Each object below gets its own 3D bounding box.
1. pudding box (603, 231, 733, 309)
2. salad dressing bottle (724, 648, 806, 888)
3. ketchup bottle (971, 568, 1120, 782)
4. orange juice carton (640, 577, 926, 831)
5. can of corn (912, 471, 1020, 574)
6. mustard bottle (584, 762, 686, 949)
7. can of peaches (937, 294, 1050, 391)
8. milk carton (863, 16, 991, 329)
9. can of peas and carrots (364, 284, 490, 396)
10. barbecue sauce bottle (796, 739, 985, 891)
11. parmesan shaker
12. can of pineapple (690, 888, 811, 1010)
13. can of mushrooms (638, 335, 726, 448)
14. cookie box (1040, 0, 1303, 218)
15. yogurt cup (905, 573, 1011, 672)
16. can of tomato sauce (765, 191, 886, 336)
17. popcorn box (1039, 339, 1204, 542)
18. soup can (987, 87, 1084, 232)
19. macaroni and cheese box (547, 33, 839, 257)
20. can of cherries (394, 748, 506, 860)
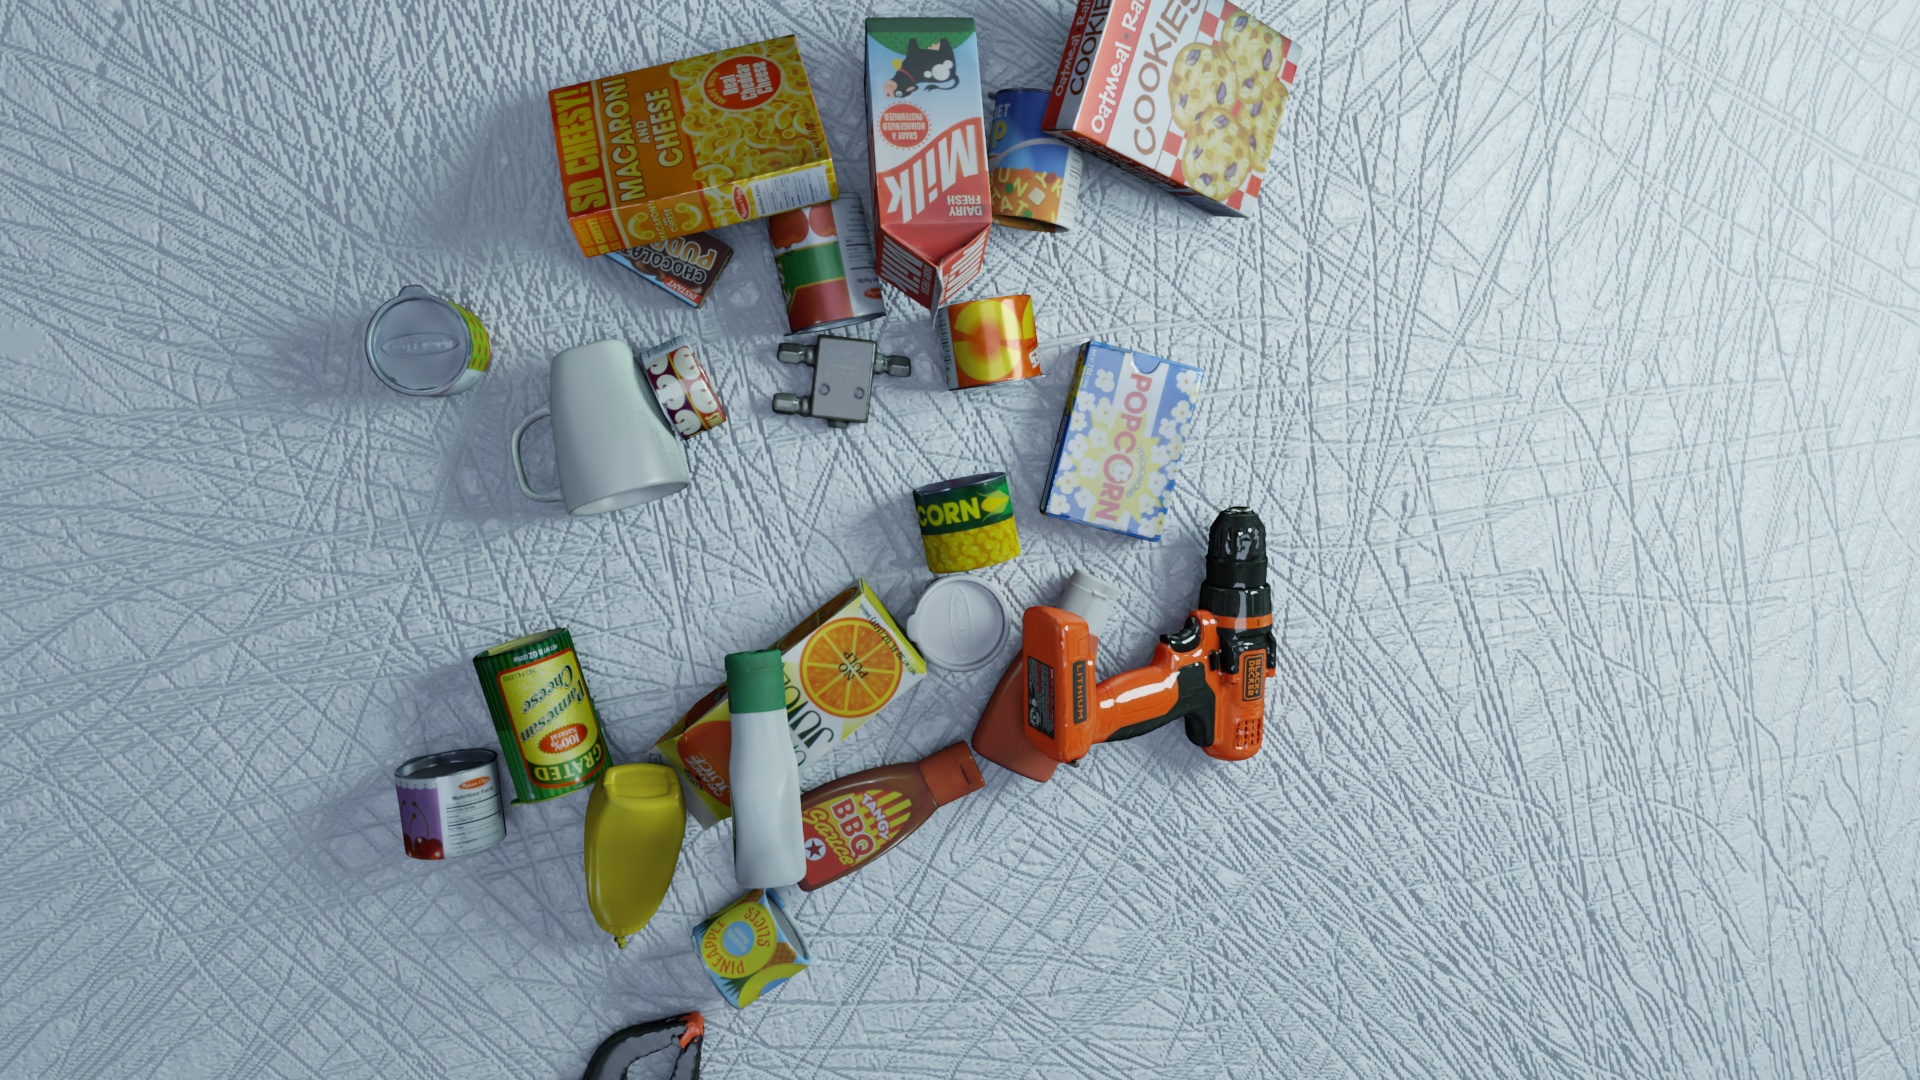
[{"bbox_3d":[-0.202,-0.198,0.938,0.084,0.030,0.049,31,92,-8],"label":"pudding box"},{"bbox_3d":[-0.127,0.145,0.889,0.044,0.064,0.147,-5,89,5],"label":"salad dressing bottle"},{"bbox_3d":[0.066,0.094,0.986,0.065,0.043,0.148,26,92,-13],"label":"ketchup bottle"},{"bbox_3d":[-0.121,0.115,0.953,0.193,0.073,0.071,-38,99,-1],"label":"orange juice carton"},{"bbox_3d":[0.003,-0.012,0.956,0.071,0.071,0.058,-12,97,-5],"label":"can of corn"},{"bbox_3d":[-0.227,0.222,0.947,0.065,0.049,0.159,4,124,-20],"label":"mustard bottle"},{"bbox_3d":[0.023,-0.135,0.949,0.071,0.071,0.058,-9,96,-5],"label":"can of peaches"},{"bbox_3d":[-0.022,-0.238,0.904,0.073,0.072,0.191,-3,76,-6],"label":"milk carton"},{"bbox_3d":[-0.349,-0.130,0.913,0.071,0.059,0.071,-1,95,-6],"label":"can of peas and carrots"},{"bbox_3d":[-0.056,0.189,0.981,0.149,0.044,0.065,-25,96,-4],"label":"barbecue sauce bottle"},{"bbox_3d":[-0.284,0.118,0.937,0.071,0.071,0.103,-17,97,-4],"label":"parmesan shaker"},{"bbox_3d":[-0.145,0.282,0.967,0.058,0.071,0.071,-32,98,-3],"label":"can of pineapple"},{"bbox_3d":[-0.184,-0.100,0.930,0.033,0.071,0.071,-26,97,-4],"label":"can of mushrooms"},{"bbox_3d":[0.143,-0.302,0.927,0.167,0.040,0.123,14,94,-35],"label":"cookie box"},{"bbox_3d":[-0.002,0.054,0.969,0.072,0.054,0.072,-1,95,-6],"label":"yogurt cup"},{"bbox_3d":[-0.093,-0.185,0.933,0.071,0.071,0.083,-13,96,-5],"label":"can of tomato sauce"},{"bbox_3d":[0.112,-0.069,0.979,0.085,0.038,0.126,14,94,-6],"label":"popcorn box"},{"bbox_3d":[0.047,-0.257,0.942,0.071,0.071,0.083,9,95,-7],"label":"soup can"},{"bbox_3d":[-0.174,-0.256,0.900,0.167,0.040,0.124,-14,59,-4],"label":"macaroni and cheese box"},{"bbox_3d":[-0.345,0.178,0.940,0.071,0.071,0.058,-6,97,-6],"label":"can of cherries"}]
